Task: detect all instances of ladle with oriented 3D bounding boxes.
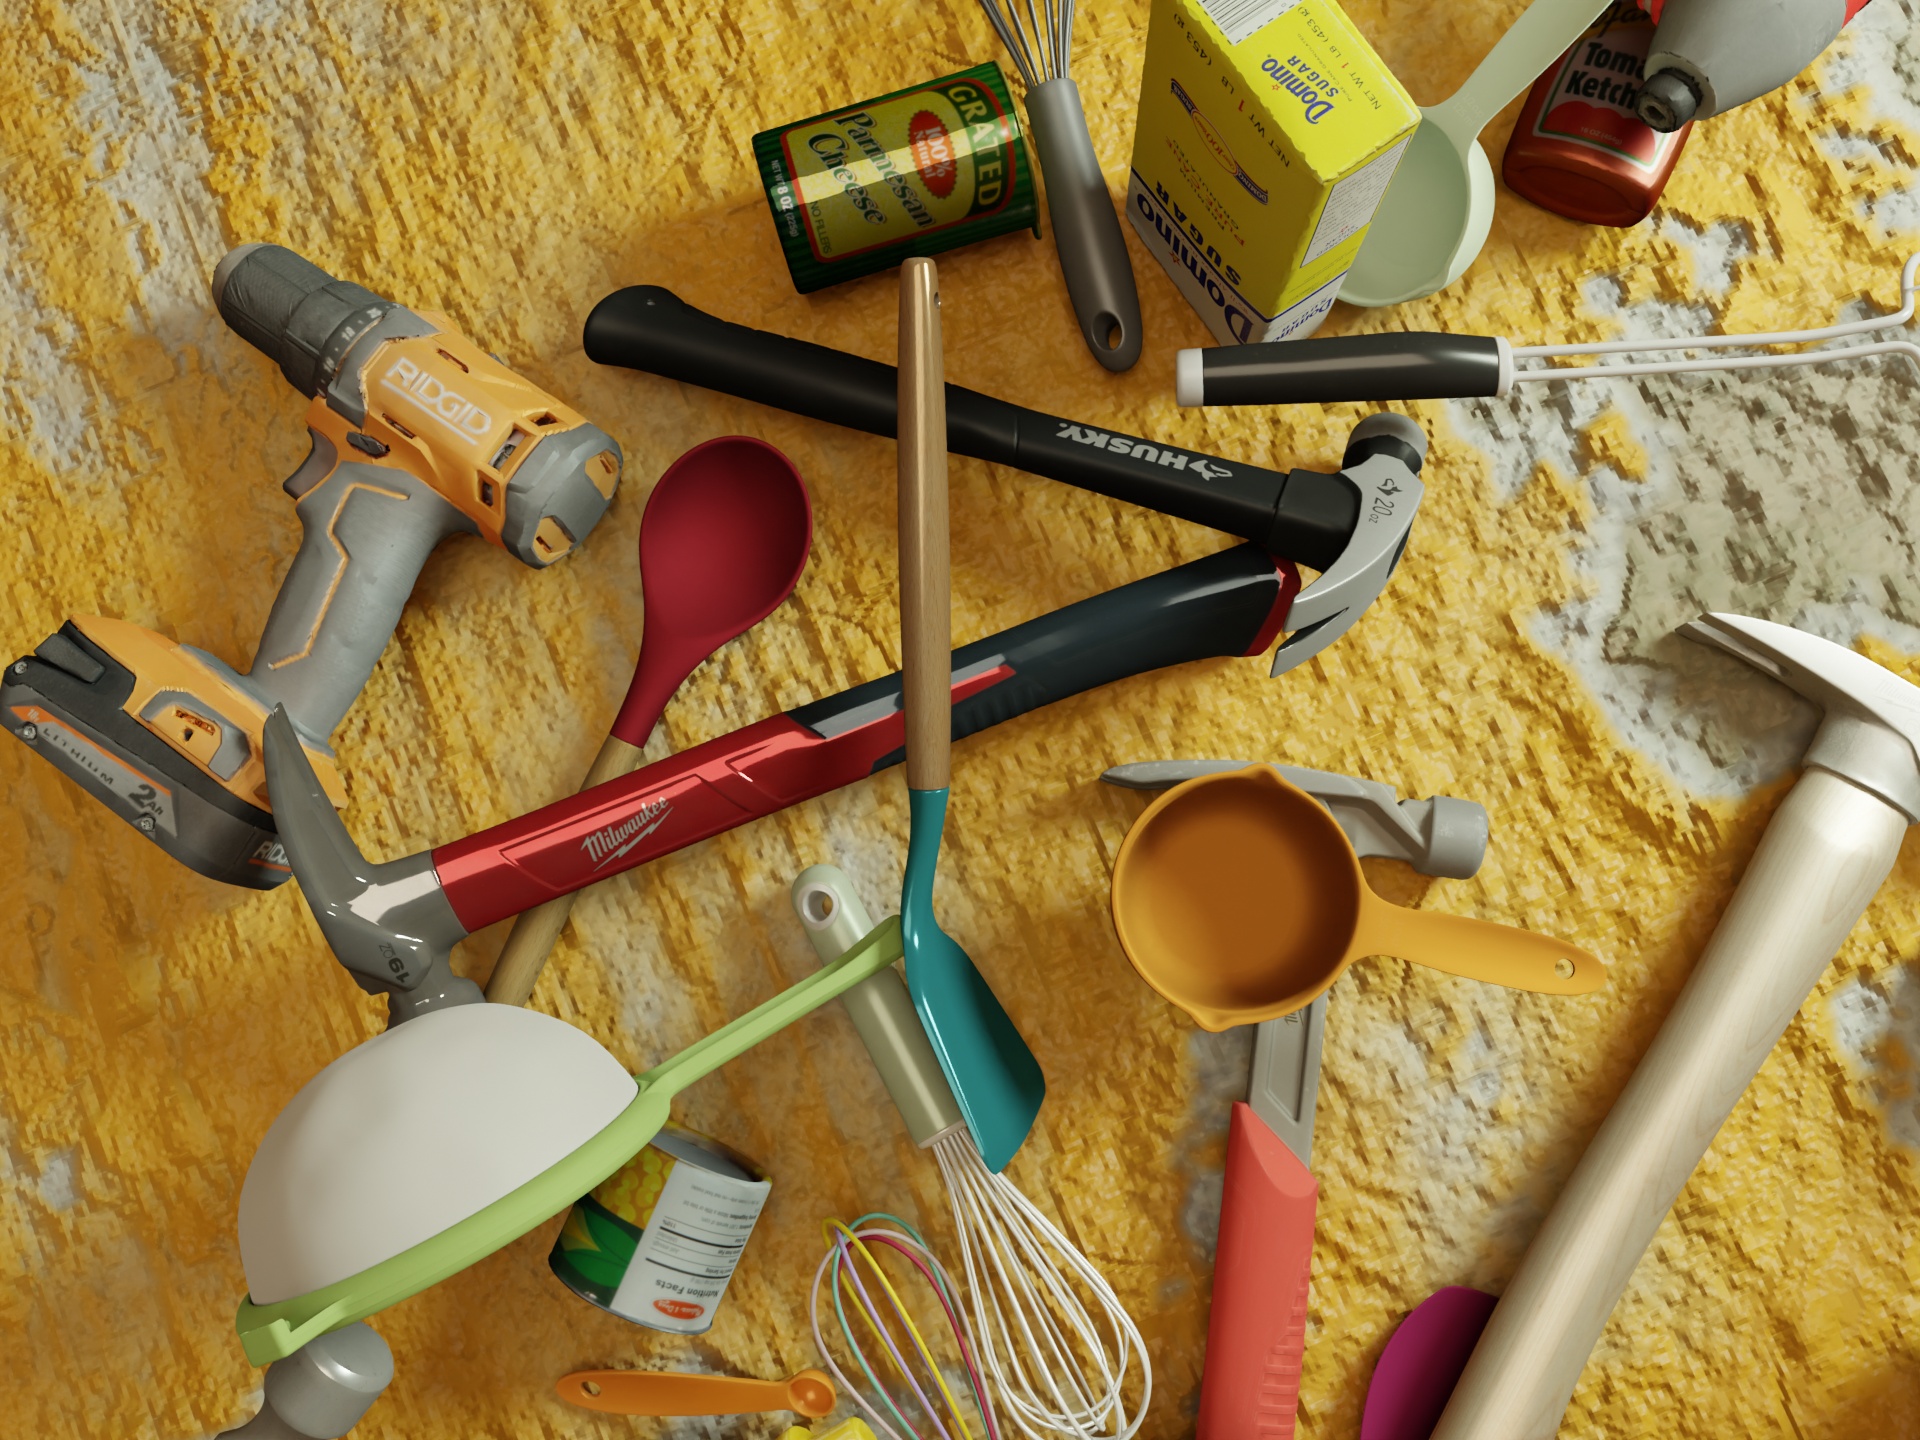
[{"bbox_3d":[-0.144,0.033,0.638,0.069,0.031,0.315,25,86,2],"label":"ladle"}]

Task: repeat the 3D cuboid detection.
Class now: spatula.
[{"bbox_3d":[-0.001,-0.002,0.569,0.044,0.082,0.317,1,100,17],"label":"spatula"}]

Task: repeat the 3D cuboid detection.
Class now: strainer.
[{"bbox_3d":[-0.135,0.114,0.549,0.256,0.151,0.069,-28,93,-22],"label":"strainer"}]

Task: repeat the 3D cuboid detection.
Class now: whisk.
[{"bbox_3d":[0.041,-0.259,0.658,0.055,0.055,0.239,-14,87,1],"label":"whisk"},{"bbox_3d":[-0.001,0.163,0.604,0.058,0.059,0.246,-33,76,13],"label":"whisk"},{"bbox_3d":[0.012,0.292,0.595,0.047,0.051,0.245,-32,86,34],"label":"whisk"}]

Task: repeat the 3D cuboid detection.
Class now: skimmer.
[{"bbox_3d":[0.266,-0.121,0.615,0.363,0.090,0.127,-1,64,7],"label":"skimmer"}]

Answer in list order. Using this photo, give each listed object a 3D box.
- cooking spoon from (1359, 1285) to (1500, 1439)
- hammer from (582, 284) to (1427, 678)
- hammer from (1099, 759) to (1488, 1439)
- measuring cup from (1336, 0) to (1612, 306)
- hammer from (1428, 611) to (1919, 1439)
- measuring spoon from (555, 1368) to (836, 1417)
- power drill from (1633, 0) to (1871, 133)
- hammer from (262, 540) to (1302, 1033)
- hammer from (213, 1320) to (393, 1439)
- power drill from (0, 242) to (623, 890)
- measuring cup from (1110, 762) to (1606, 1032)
[{"bbox_3d":[0.147,0.367,0.586,0.069,0.017,0.319,20,84,5],"label":"cooking spoon"},{"bbox_3d":[0.008,-0.111,0.619,0.335,0.035,0.146,17,43,11],"label":"hammer"},{"bbox_3d":[0.106,0.195,0.601,0.149,0.036,0.359,7,83,4],"label":"hammer"},{"bbox_3d":[0.199,-0.229,0.604,0.083,0.038,0.167,55,130,13],"label":"measuring cup"},{"bbox_3d":[0.246,0.155,0.590,0.146,0.038,0.411,32,83,7],"label":"hammer"},{"bbox_3d":[-0.101,0.253,0.605,0.117,0.011,0.021,-6,110,17],"label":"measuring spoon"},{"bbox_3d":[0.245,-0.321,0.608,0.220,0.078,0.143,42,89,23],"label":"power drill"},{"bbox_3d":[-0.055,-0.005,0.601,0.386,0.038,0.143,-22,110,-7],"label":"hammer"},{"bbox_3d":[-0.091,0.367,0.536,0.405,0.035,0.144,38,91,-9],"label":"hammer"},{"bbox_3d":[-0.271,-0.071,0.632,0.185,0.084,0.226,35,82,8],"label":"power drill"},{"bbox_3d":[0.138,0.073,0.573,0.173,0.052,0.095,12,83,2],"label":"measuring cup"}]
